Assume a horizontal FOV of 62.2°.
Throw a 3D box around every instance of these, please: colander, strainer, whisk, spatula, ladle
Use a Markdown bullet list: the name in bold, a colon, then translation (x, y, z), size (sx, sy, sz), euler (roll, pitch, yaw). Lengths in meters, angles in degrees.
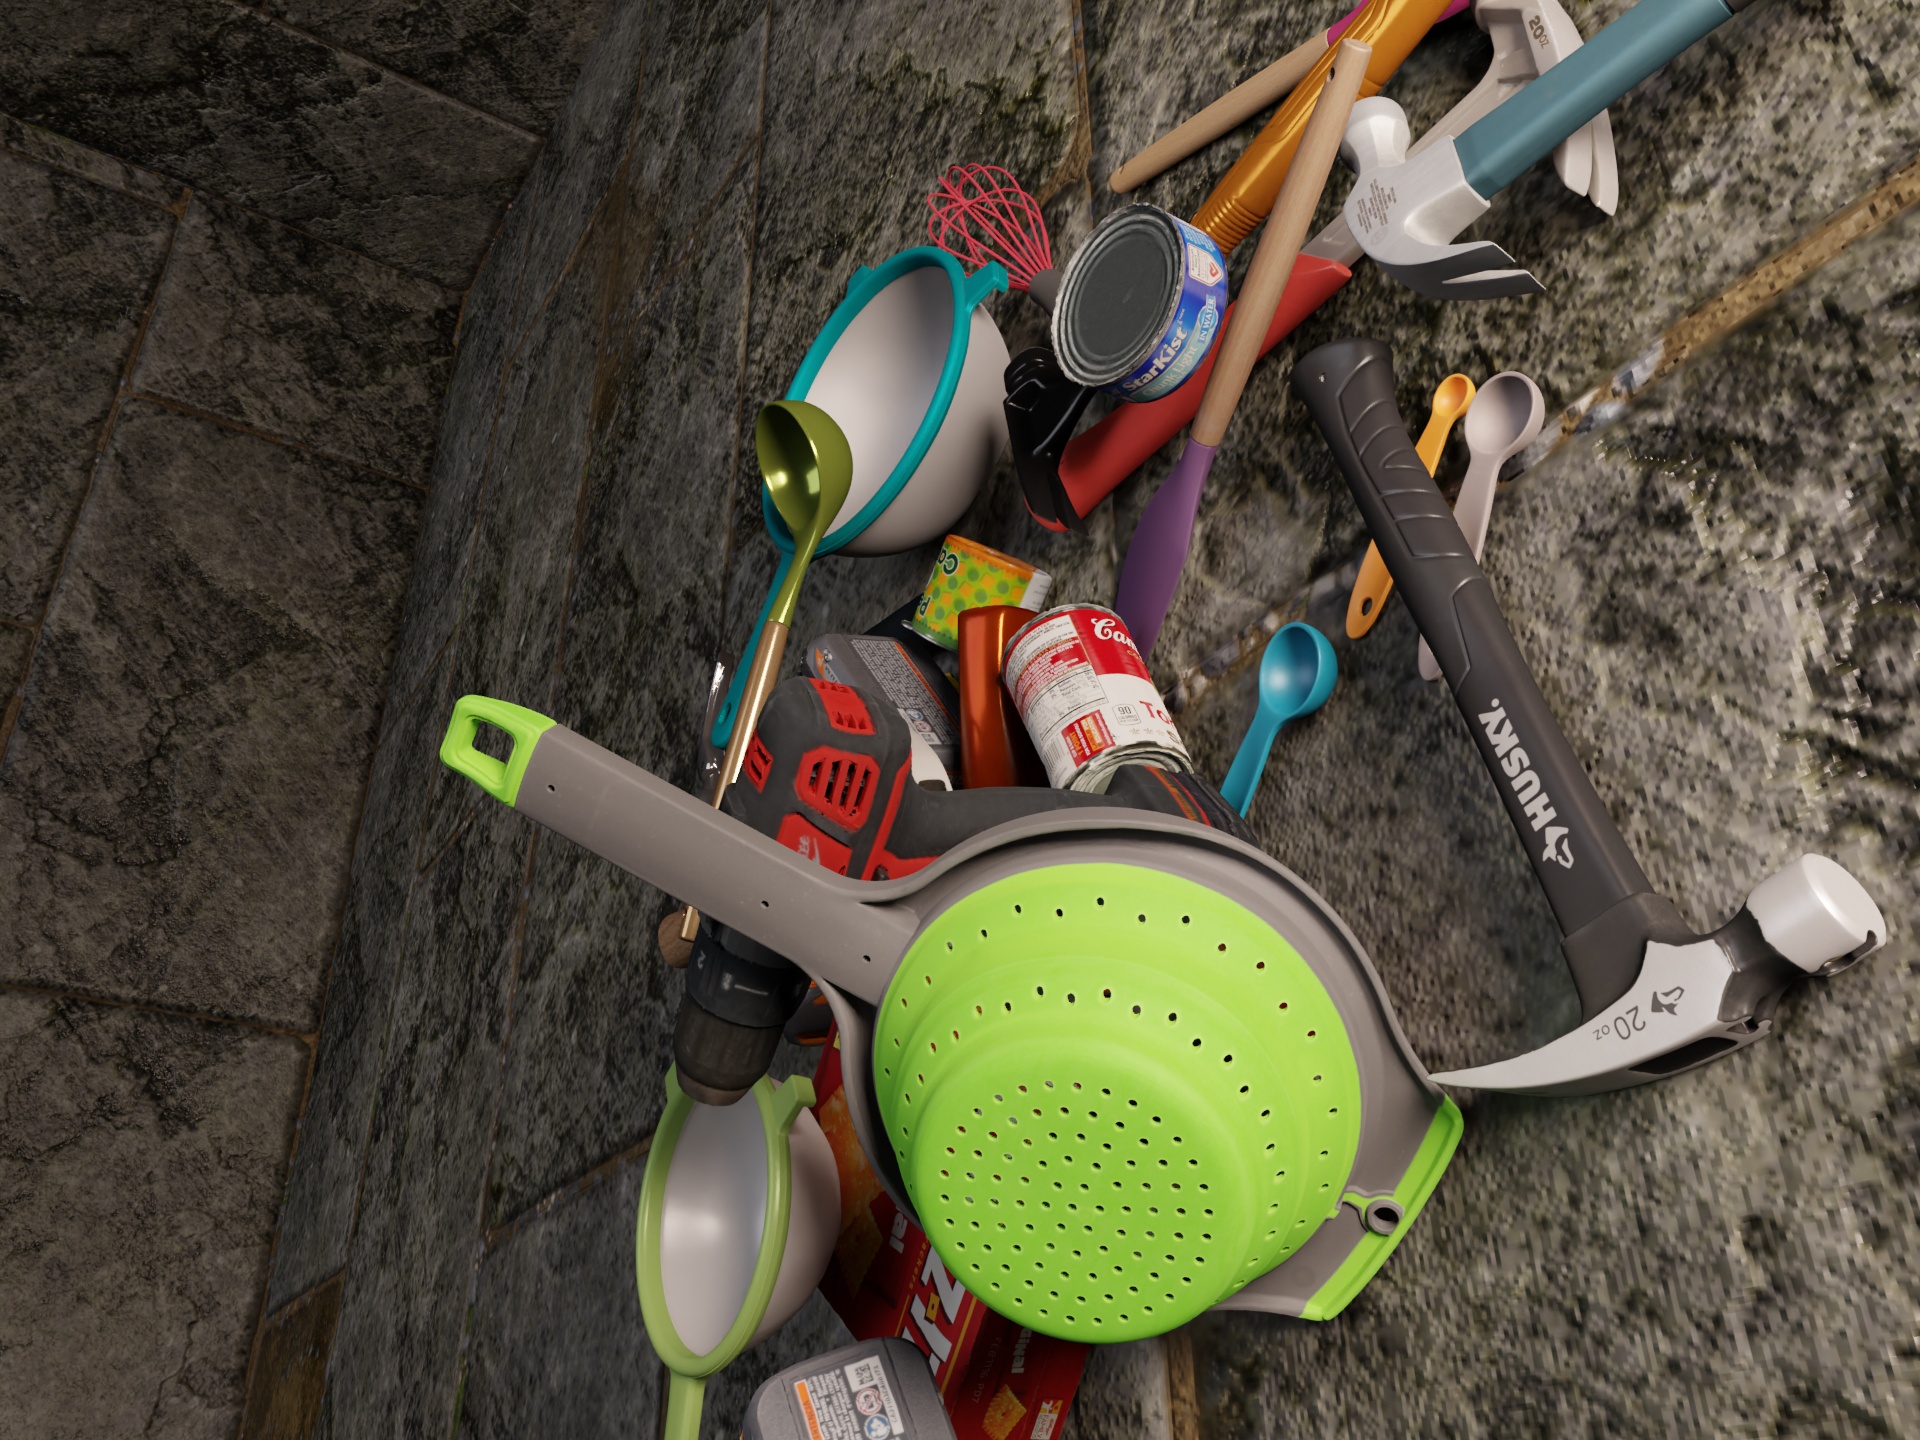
- **colander**: translation (-0.025, 0.102, 0.551), size (0.204, 0.397, 0.094), euler (-65, -6, 21)
- **strainer**: translation (-0.104, 0.291, 0.764), size (0.151, 0.069, 0.256), euler (-13, 67, 56)
- **whisk**: translation (0.045, -0.275, 0.980), size (0.073, 0.073, 0.296), euler (-59, 37, 23)
- **spatula**: translation (0.120, -0.153, 0.731), size (0.060, 0.018, 0.315), euler (-107, 27, -45)
- **strainer**: translation (-0.057, -0.127, 1.017), size (0.211, 0.095, 0.340), euler (25, 92, 57)
- **ladle**: translation (-0.122, -0.033, 0.904), size (0.078, 0.062, 0.320), euler (-17, 56, 61)

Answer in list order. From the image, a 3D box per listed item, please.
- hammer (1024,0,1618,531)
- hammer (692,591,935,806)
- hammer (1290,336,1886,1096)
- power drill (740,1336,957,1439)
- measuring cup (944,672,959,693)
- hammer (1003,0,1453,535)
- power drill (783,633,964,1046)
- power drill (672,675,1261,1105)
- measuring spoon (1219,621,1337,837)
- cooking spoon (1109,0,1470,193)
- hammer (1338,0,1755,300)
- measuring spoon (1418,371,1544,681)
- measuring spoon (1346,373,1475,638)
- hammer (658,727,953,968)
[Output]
- **hammer**: translation (0.148, -0.189, 0.765), size (0.359, 0.036, 0.149), euler (-39, 43, 45)
- **hammer**: translation (-0.090, -0.039, 1.106), size (0.386, 0.038, 0.143), euler (-29, 48, 52)
- **hammer**: translation (0.185, -0.023, 0.584), size (0.146, 0.035, 0.335), euler (-49, 40, 37)
- **power drill**: translation (-0.036, 0.376, 0.660), size (0.226, 0.084, 0.186), euler (102, 150, -50)
- **measuring cup**: translation (-0.001, -0.003, 0.933), size (0.156, 0.029, 0.062), euler (0, 75, 62)
- **hammer**: translation (0.128, -0.236, 0.752), size (0.336, 0.034, 0.127), euler (-47, 37, 37)
- **power drill**: translation (-0.080, 0.060, 0.948), size (0.164, 0.084, 0.226), euler (54, 129, 39)
- **power drill**: translation (-0.004, 0.088, 0.674), size (0.187, 0.226, 0.080), euler (-69, 26, 20)
- **measuring spoon**: translation (0.135, 0.018, 0.699), size (0.042, 0.021, 0.128), euler (-123, 46, -56)
- **cooking spoon**: translation (0.176, -0.337, 0.817), size (0.319, 0.017, 0.069), euler (-11, 64, 58)
- **hammer**: translation (0.271, -0.262, 0.543), size (0.331, 0.033, 0.128), euler (-33, 46, 39)
- **measuring spoon**: translation (0.205, -0.075, 0.627), size (0.034, 0.018, 0.124), euler (27, 106, 60)
- **measuring spoon**: translation (0.189, -0.088, 0.666), size (0.021, 0.011, 0.117), euler (42, 115, 60)
- **hammer**: translation (-0.094, 0.089, 0.874), size (0.331, 0.031, 0.130), euler (-29, 68, 54)
